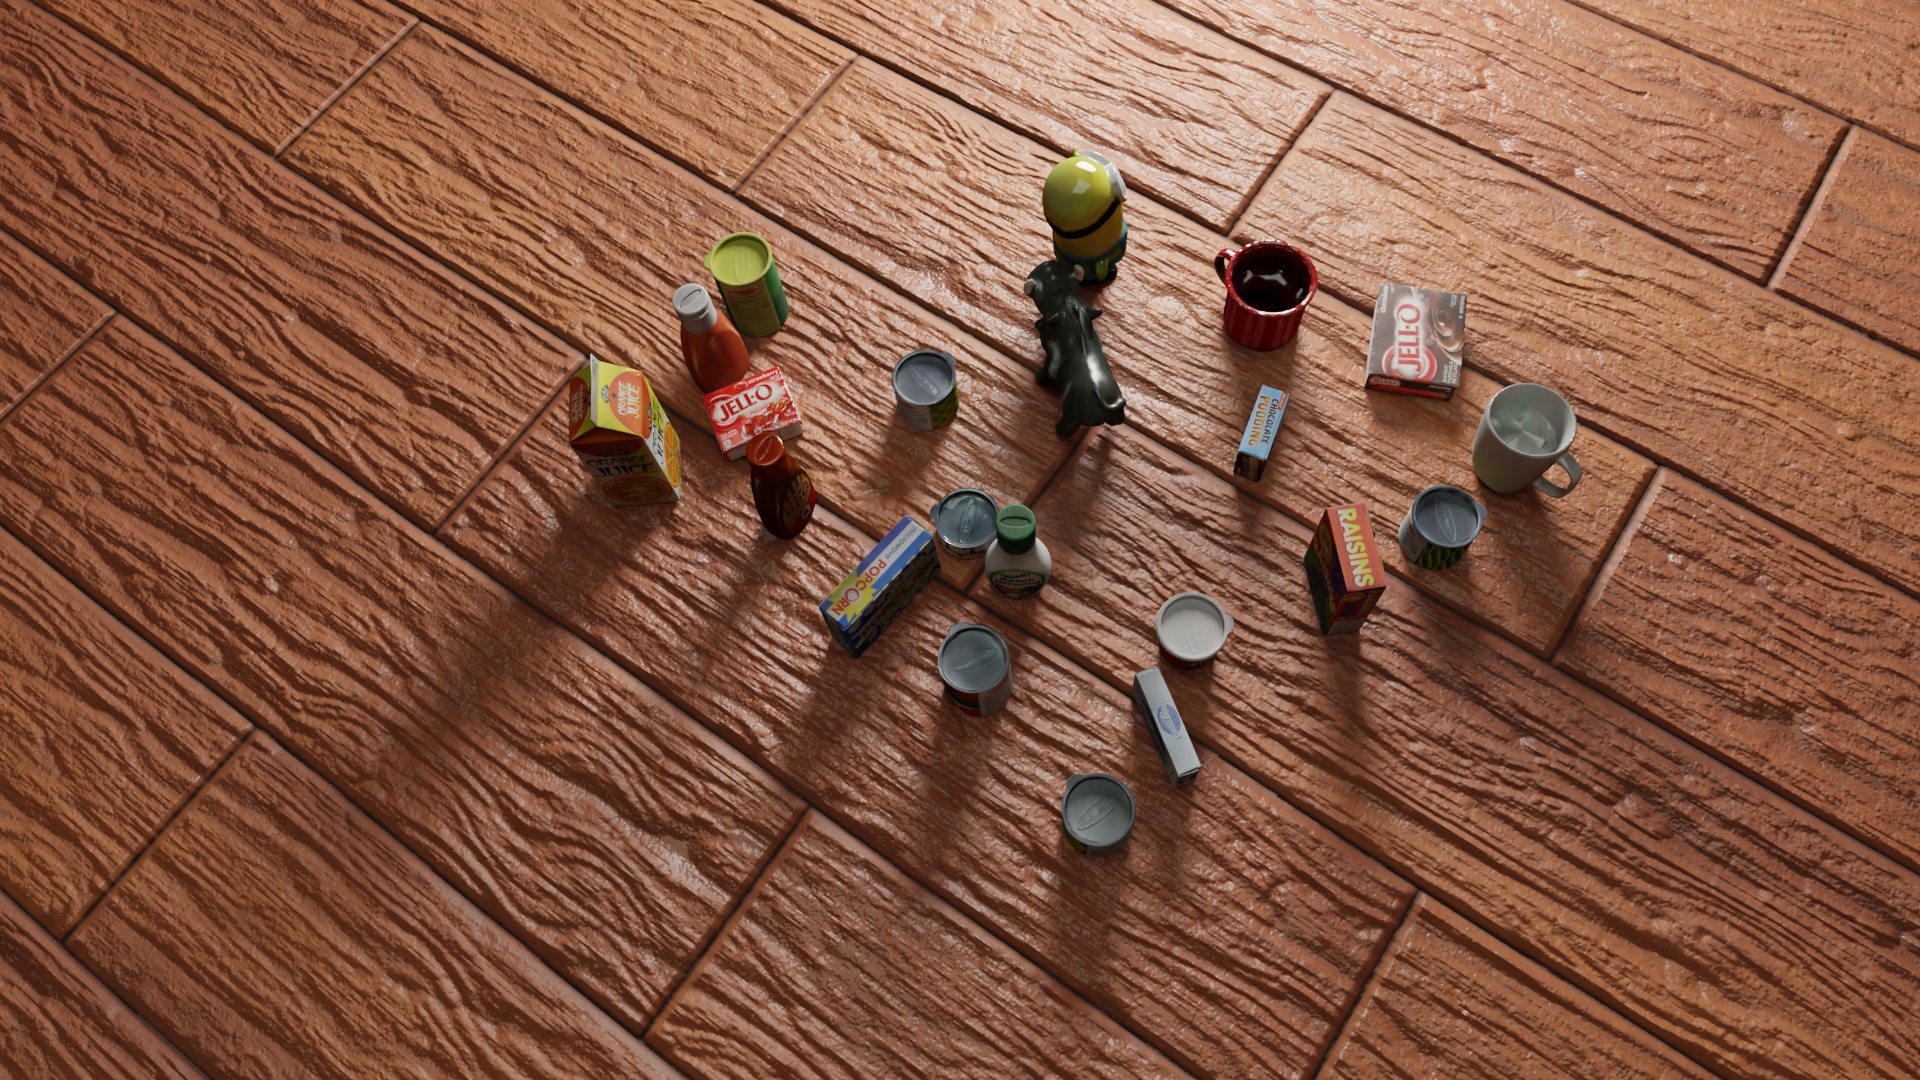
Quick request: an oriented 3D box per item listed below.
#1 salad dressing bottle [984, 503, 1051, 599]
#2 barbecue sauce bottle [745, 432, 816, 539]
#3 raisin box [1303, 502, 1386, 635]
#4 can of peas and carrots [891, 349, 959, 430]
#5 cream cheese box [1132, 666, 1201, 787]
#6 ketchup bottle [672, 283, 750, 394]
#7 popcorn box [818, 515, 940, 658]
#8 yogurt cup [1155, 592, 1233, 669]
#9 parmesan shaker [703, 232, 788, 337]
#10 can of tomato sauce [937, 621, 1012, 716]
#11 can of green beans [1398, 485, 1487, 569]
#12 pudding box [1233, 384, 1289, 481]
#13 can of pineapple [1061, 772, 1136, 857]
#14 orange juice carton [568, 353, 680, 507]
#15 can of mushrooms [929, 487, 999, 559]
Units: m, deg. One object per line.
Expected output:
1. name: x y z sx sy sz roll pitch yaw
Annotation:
1. salad dressing bottle: 0.053 0.011 1.313 0.064 0.147 0.044 2 67 5
2. barbecue sauce bottle: -0.178 -0.057 1.357 0.044 0.148 0.065 24 71 13
3. raisin box: 0.359 0.028 1.298 0.040 0.123 0.086 -7 67 1
4. can of peas and carrots: -0.034 -0.157 1.439 0.071 0.058 0.071 -1 67 3
5. cream cheese box: 0.190 0.173 1.285 0.024 0.053 0.104 -19 67 -4
6. ketchup bottle: -0.259 -0.208 1.427 0.043 0.148 0.065 42 76 18
7. popcorn box: -0.076 0.045 1.340 0.038 0.085 0.127 38 74 18
8. yogurt cup: 0.218 0.089 1.319 0.072 0.053 0.072 -1 67 3
9. parmesan shaker: -0.226 -0.271 1.477 0.071 0.102 0.071 -1 67 3
10. can of tomato sauce: 0.013 0.121 1.303 0.071 0.082 0.071 -1 67 3
11. can of green beans: 0.463 -0.012 1.344 0.071 0.057 0.071 -1 67 3
12. pudding box: 0.304 -0.108 1.401 0.030 0.049 0.084 19 69 12
13. can of pineapple: 0.124 0.247 1.255 0.071 0.057 0.071 -1 67 3
14. orange juice carton: -0.333 -0.105 1.364 0.073 0.192 0.072 -6 67 2
15. can of mushrooms: 0.005 -0.017 1.390 0.071 0.033 0.071 -1 67 3
